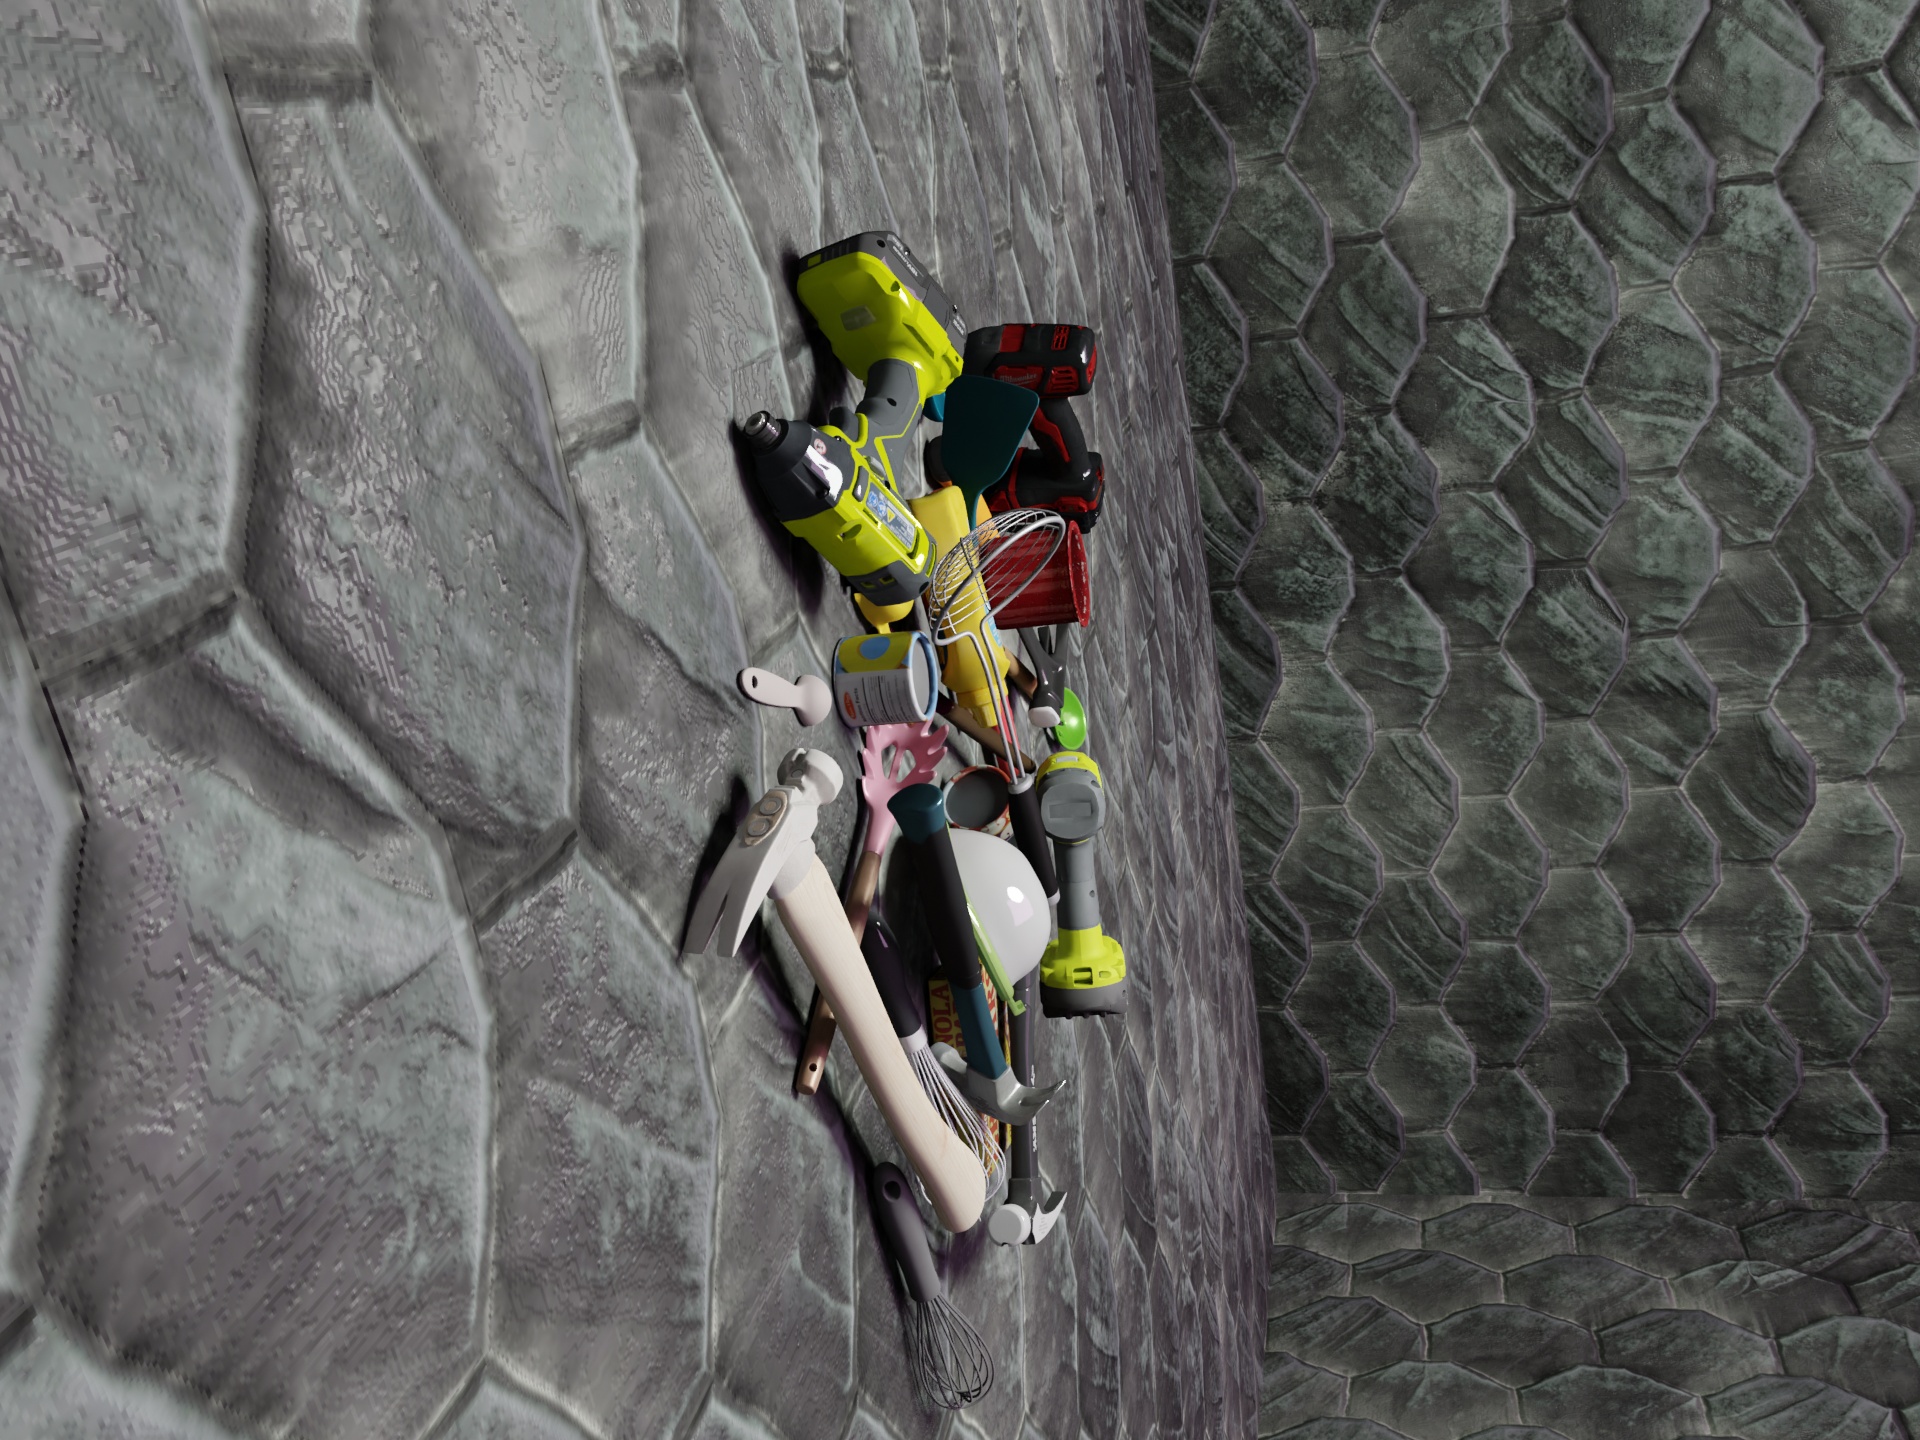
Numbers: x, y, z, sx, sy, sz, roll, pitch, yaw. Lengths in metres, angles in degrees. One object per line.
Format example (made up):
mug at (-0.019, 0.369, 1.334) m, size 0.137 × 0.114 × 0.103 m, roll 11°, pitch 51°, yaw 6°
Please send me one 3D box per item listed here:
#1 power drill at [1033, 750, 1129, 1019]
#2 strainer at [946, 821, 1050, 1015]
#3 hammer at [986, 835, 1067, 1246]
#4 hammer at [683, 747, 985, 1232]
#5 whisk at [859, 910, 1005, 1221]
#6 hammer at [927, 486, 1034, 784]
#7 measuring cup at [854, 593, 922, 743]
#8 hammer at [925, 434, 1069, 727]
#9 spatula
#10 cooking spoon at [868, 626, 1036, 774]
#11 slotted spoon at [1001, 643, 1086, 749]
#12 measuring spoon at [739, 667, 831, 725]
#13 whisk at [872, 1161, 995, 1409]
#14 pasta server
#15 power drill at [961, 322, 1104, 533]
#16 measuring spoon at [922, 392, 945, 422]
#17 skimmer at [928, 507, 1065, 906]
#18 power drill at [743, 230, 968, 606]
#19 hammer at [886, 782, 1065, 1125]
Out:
power drill at (0.105, 0.141, 1.458) m, size 0.190 × 0.080 × 0.228 m, roll -70°, pitch 155°, yaw -81°
strainer at (0.021, 0.113, 1.185) m, size 0.152 × 0.069 × 0.256 m, roll 62°, pitch -5°, yaw 26°
hammer at (0.053, 0.259, 1.328) m, size 0.146 × 0.035 × 0.335 m, roll 37°, pitch 50°, yaw -70°
hammer at (-0.059, 0.213, 1.014) m, size 0.146 × 0.038 × 0.410 m, roll -64°, pitch 145°, yaw -41°
whisk at (-0.028, 0.255, 1.164) m, size 0.070 × 0.070 × 0.284 m, roll -67°, pitch 144°, yaw -58°
hammer at (0.030, -0.044, 1.465) m, size 0.143 × 0.038 × 0.386 m, roll -74°, pitch 155°, yaw -54°
measuring cup at (-0.040, -0.055, 1.189) m, size 0.062 × 0.029 × 0.156 m, roll -42°, pitch 115°, yaw -65°
hammer at (0.039, -0.142, 1.487) m, size 0.336 × 0.034 × 0.127 m, roll 62°, pitch 28°, yaw -47°
spatula at (0.014, -0.128, 1.330) m, size 0.044 × 0.082 × 0.317 m, roll -45°, pitch 145°, yaw -48°
cooking spoon at (-0.002, -0.004, 1.318) m, size 0.318 × 0.017 × 0.069 m, roll 36°, pitch 51°, yaw -59°
slotted spoon at (0.079, -0.032, 1.658) m, size 0.313 × 0.031 × 0.070 m, roll 40°, pitch 48°, yaw -66°
measuring spoon at (-0.108, -0.018, 1.008) m, size 0.124 × 0.018 × 0.034 m, roll 19°, pitch 68°, yaw -72°
whisk at (-0.023, 0.412, 1.154) m, size 0.055 × 0.055 × 0.238 m, roll -66°, pitch 145°, yaw -58°
pasta server at (-0.066, 0.111, 1.091) m, size 0.040 × 0.060 × 0.316 m, roll 113°, pitch -7°, yaw -48°
power drill at (0.060, -0.272, 1.464) m, size 0.219 × 0.143 × 0.079 m, roll 75°, pitch 22°, yaw -53°
measuring spoon at (-0.035, -0.314, 1.356) m, size 0.042 × 0.021 × 0.129 m, roll 16°, pitch 62°, yaw -72°
skimmer at (0.053, 0.007, 1.209) m, size 0.127 × 0.090 × 0.363 m, roll -35°, pitch 127°, yaw -31°
power drill at (-0.069, -0.211, 1.067) m, size 0.171 × 0.080 × 0.223 m, roll 43°, pitch 45°, yaw -44°
hammer at (-0.001, 0.171, 1.116) m, size 0.033 × 0.128 × 0.330 m, roll -42°, pitch 137°, yaw -31°
